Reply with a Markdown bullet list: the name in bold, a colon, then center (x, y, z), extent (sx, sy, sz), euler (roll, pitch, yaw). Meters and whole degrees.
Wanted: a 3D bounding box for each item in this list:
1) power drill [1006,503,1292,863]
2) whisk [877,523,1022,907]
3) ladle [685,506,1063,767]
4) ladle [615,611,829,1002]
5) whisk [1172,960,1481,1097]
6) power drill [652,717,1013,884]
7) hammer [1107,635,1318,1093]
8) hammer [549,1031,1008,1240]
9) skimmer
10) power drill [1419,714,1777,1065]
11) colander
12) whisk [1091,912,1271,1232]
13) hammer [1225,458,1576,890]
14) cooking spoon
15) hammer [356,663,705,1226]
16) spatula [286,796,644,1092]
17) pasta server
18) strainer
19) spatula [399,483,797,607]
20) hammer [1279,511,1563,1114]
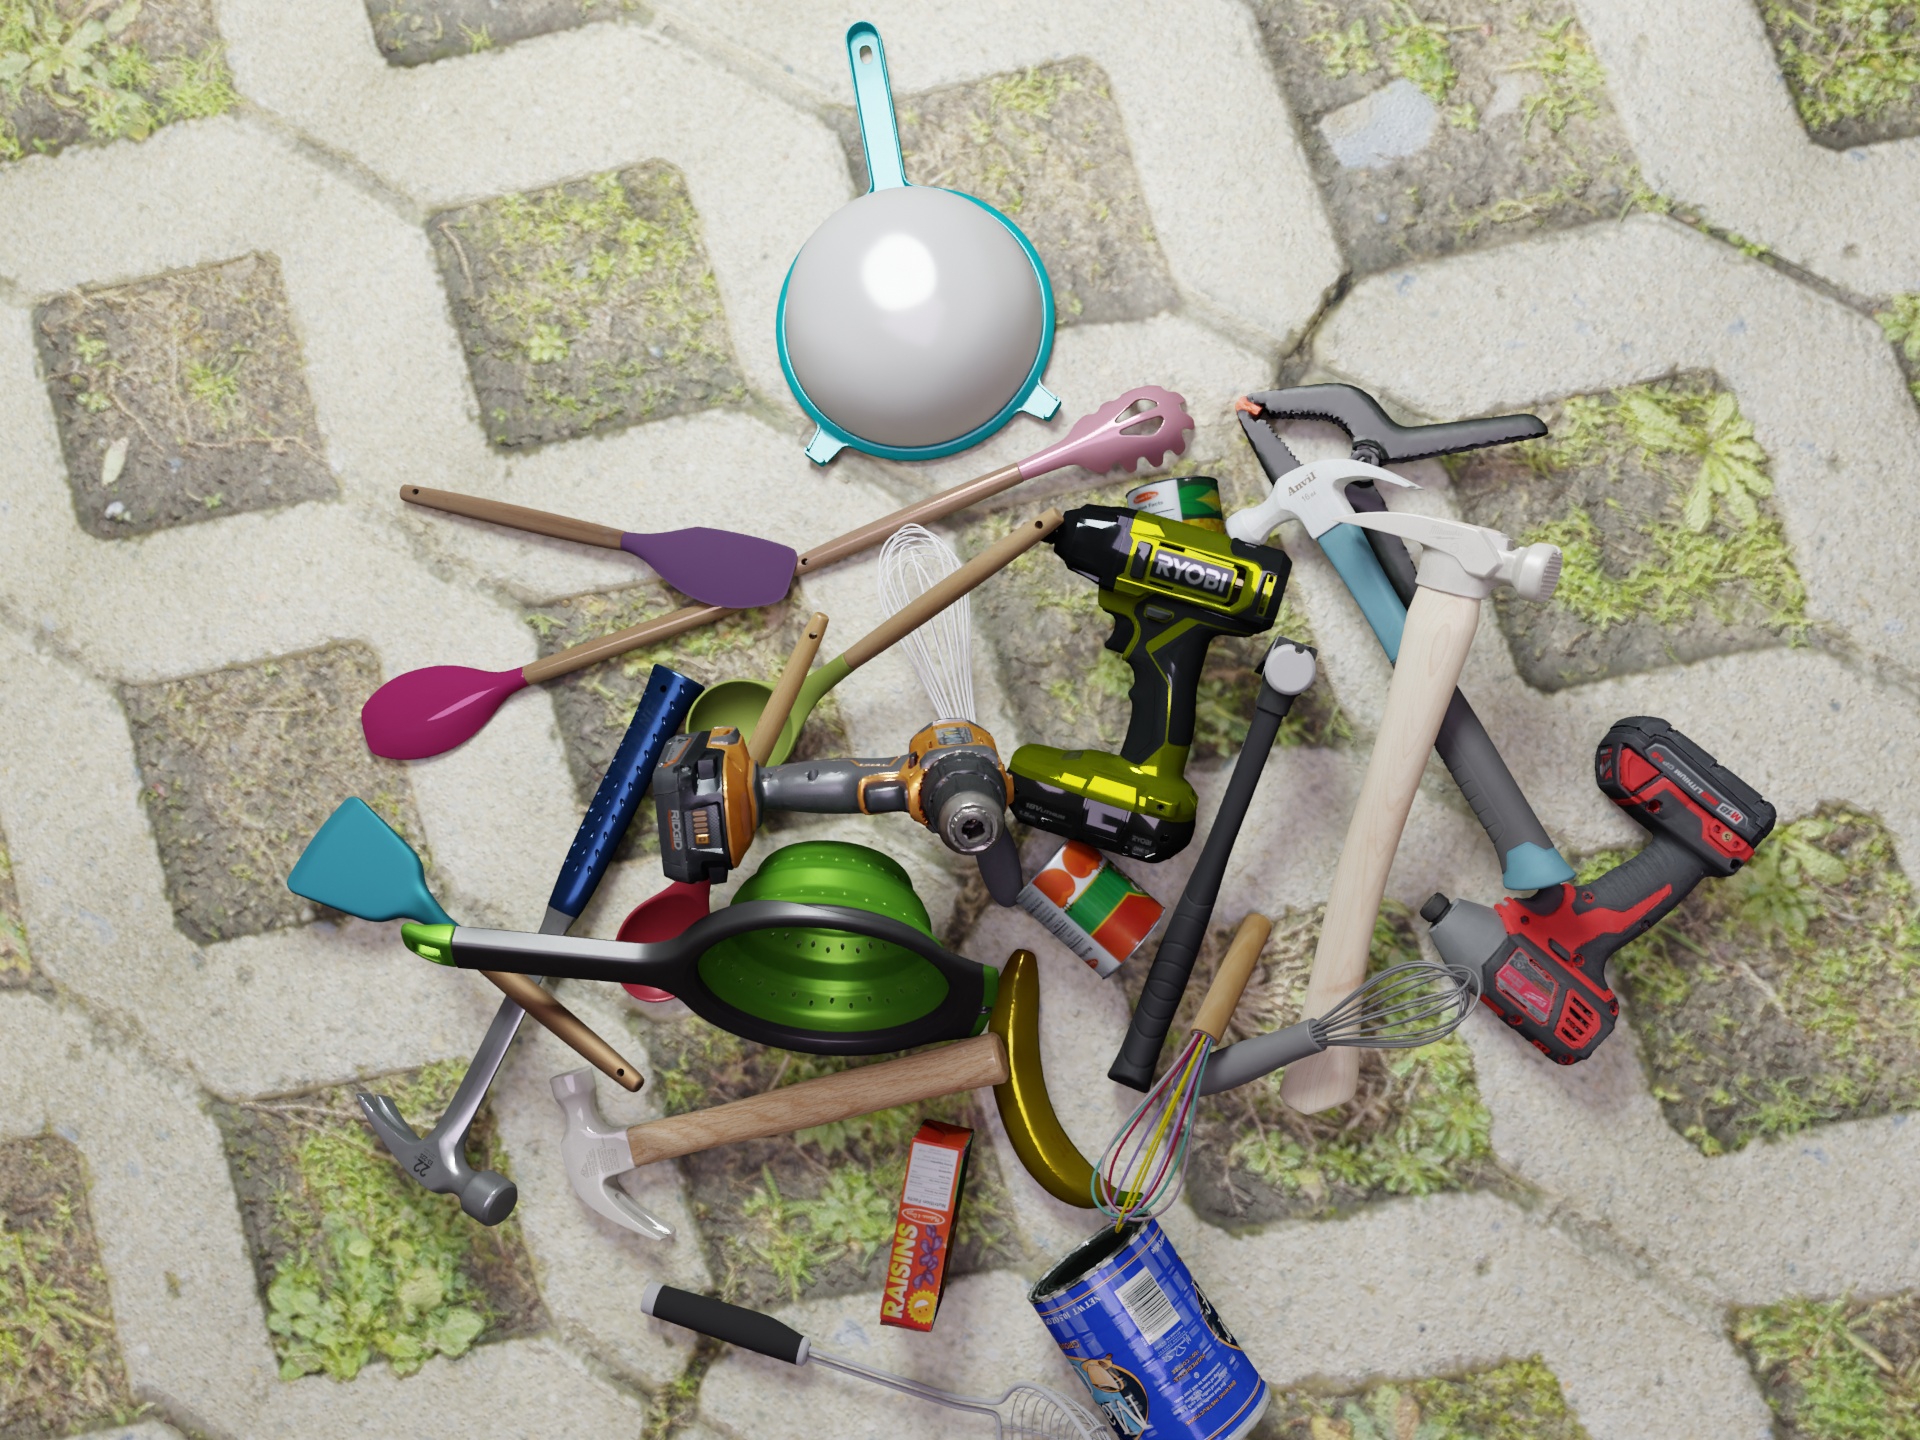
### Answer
- **power drill**: center (0.112, -0.030, 1.088), extent (0.171, 0.080, 0.223), euler (17, 103, 8)
- **whisk**: center (-0.001, -0.004, 1.141), extent (0.070, 0.070, 0.284), euler (-16, 87, 4)
- **ladle**: center (-0.063, -0.054, 1.103), extent (0.320, 0.062, 0.078), euler (-33, 82, 23)
- **ladle**: center (-0.163, 0.063, 1.121), extent (0.069, 0.031, 0.315), euler (24, 106, -12)
- **whisk**: center (0.235, 0.211, 1.050), extent (0.239, 0.055, 0.055), euler (-31, 81, 36)
- **power drill**: center (-0.078, 0.052, 1.020), extent (0.226, 0.185, 0.084), euler (-5, 103, -4)
- **hammer**: center (0.171, 0.102, 1.093), extent (0.035, 0.146, 0.334), euler (21, 98, 8)
- **hammer**: center (-0.126, 0.277, 1.120), extent (0.331, 0.031, 0.130), euler (-16, 85, 11)
- **skimmer**: center (-0.060, 0.470, 1.082), extent (0.363, 0.090, 0.127), euler (15, 118, 9)
- **power drill**: center (0.425, 0.109, 1.078), extent (0.143, 0.078, 0.219), euler (40, 92, 8)
- **colander**: center (-0.171, 0.138, 1.087), extent (0.397, 0.204, 0.095), euler (6, 54, -4)
- **whisk**: center (0.154, 0.233, 1.069), extent (0.051, 0.047, 0.245), euler (5, 51, 40)
- **hammer**: center (0.309, -0.032, 1.073), extent (0.128, 0.033, 0.331), euler (-35, 74, 30)
- **cooking spoon**: center (-0.301, -0.042, 1.192), extent (0.319, 0.017, 0.069), euler (-19, 80, 4)
- **hammer**: center (-0.299, 0.146, 1.155), extent (0.144, 0.035, 0.405), euler (23, 84, 24)
- **spatula**: center (-0.343, 0.167, 1.121), extent (0.318, 0.044, 0.082), euler (31, 81, 23)
- **pasta server**: center (0.020, -0.170, 1.170), extent (0.316, 0.040, 0.060), euler (-22, 83, 7)
- **strainer**: center (-0.050, -0.365, 1.159), extent (0.211, 0.095, 0.340), euler (-10, 85, 5)
- **spatula**: center (-0.277, -0.138, 1.193), extent (0.316, 0.018, 0.060), euler (14, 75, 9)
- **hammer**: center (0.271, 0.067, 1.064), extent (0.146, 0.038, 0.410), euler (21, 105, 33)
